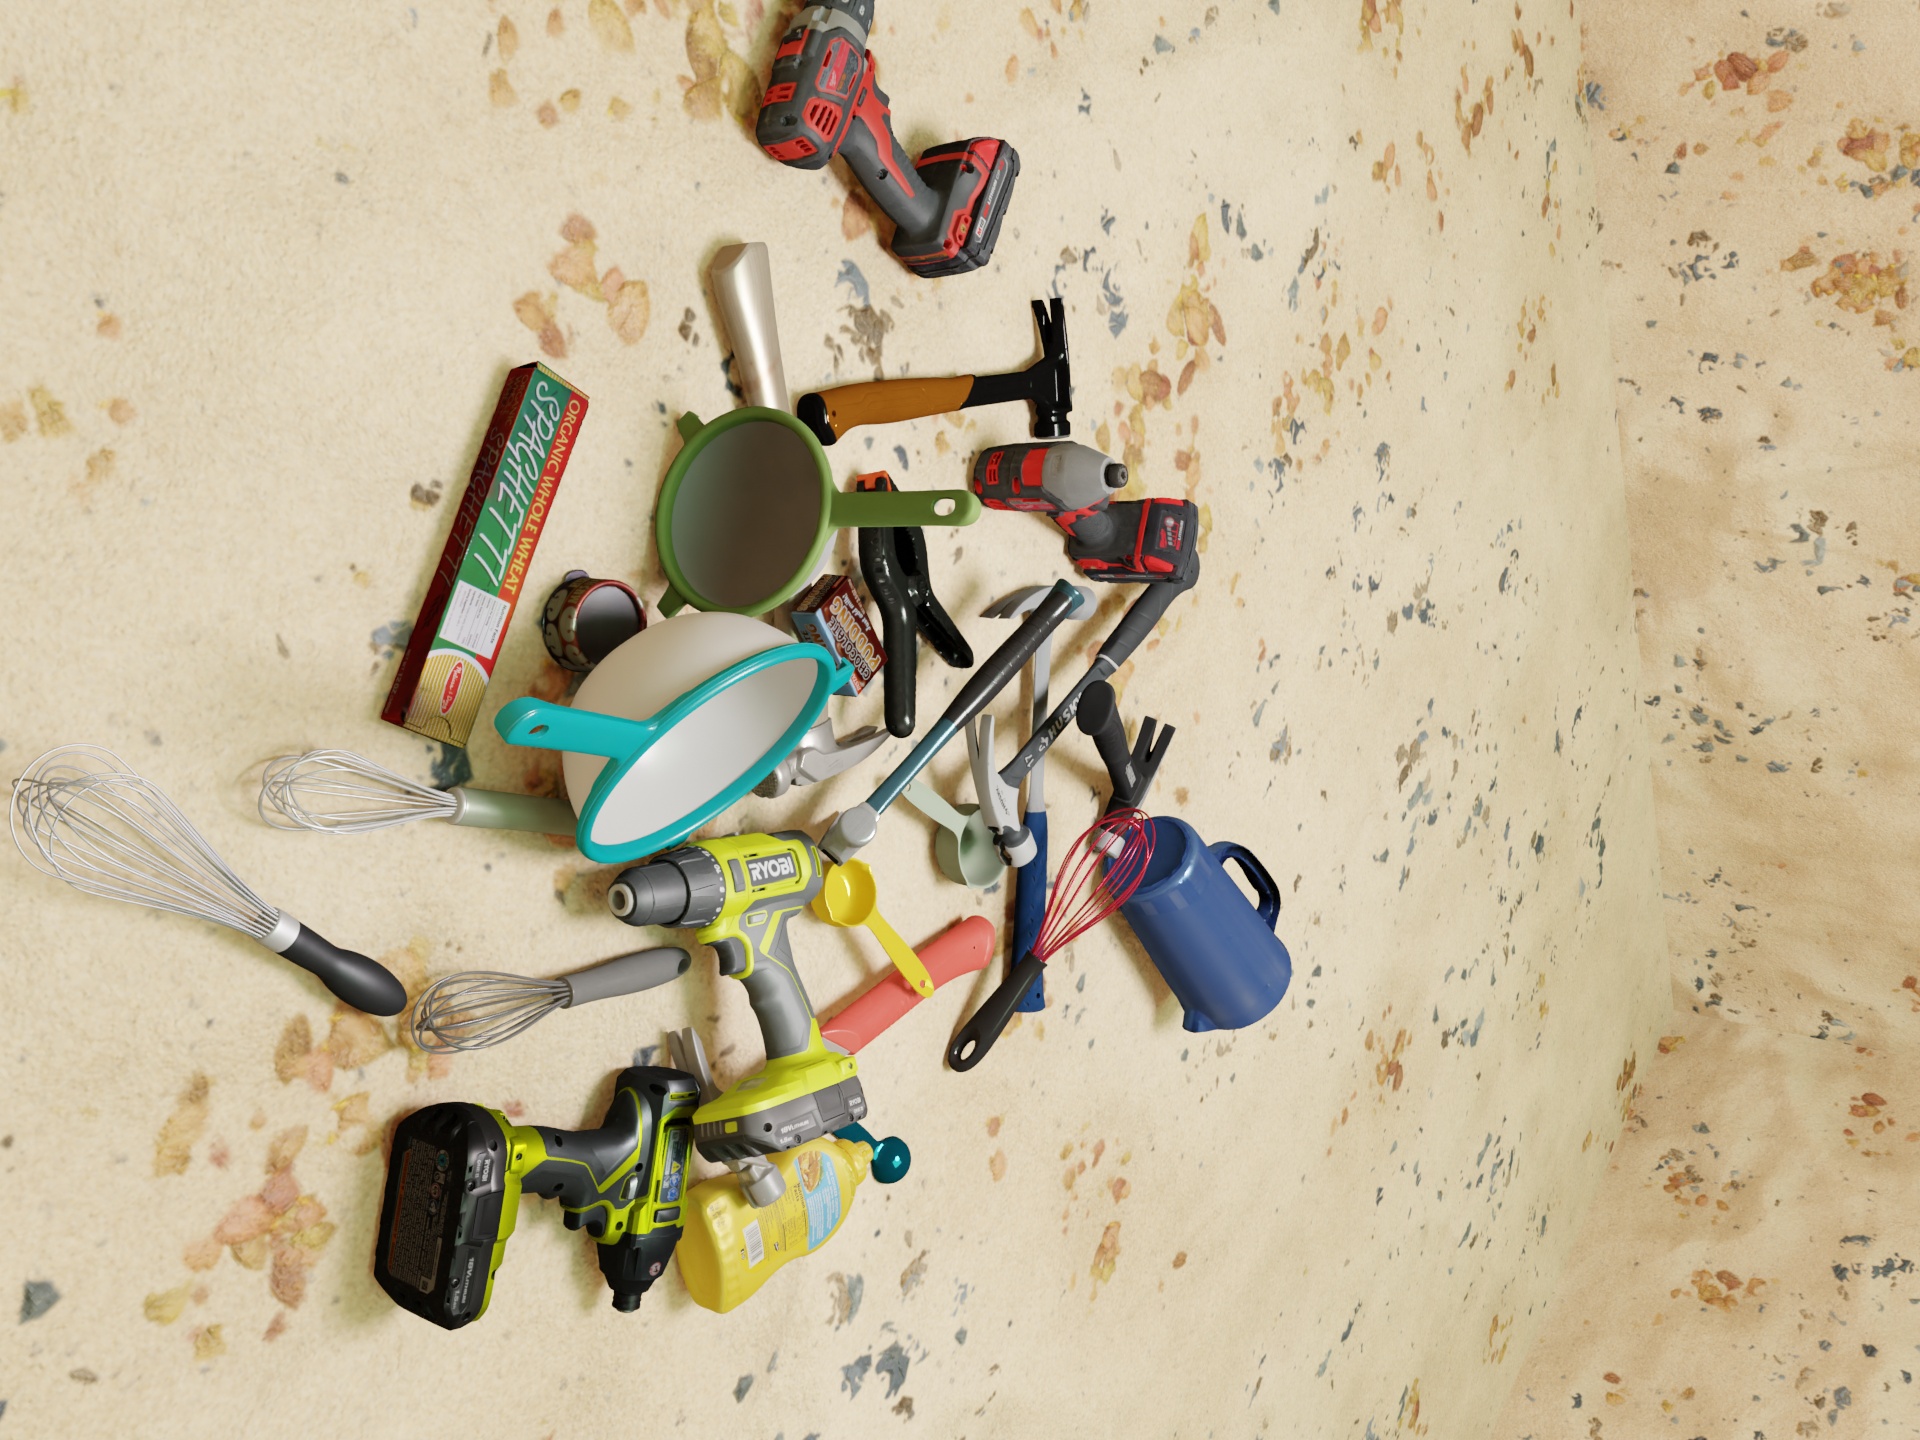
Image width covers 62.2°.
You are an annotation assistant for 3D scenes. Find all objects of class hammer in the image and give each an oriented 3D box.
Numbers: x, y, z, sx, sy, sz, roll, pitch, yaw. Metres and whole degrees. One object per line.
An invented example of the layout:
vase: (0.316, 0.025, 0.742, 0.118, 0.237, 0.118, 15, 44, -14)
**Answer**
hammer: (-0.129, -0.154, 1.223, 0.146, 0.038, 0.410, -24, 114, -49)
hammer: (0.147, 0.026, 1.481, 0.146, 0.035, 0.334, -64, 163, -11)
hammer: (-0.086, 0.242, 1.320, 0.359, 0.037, 0.149, -31, 98, -50)
hammer: (-0.002, -0.004, 1.306, 0.033, 0.128, 0.331, 43, 65, -1)
hammer: (-0.013, -0.284, 1.349, 0.337, 0.034, 0.127, -22, 113, -48)
hammer: (0.067, 0.075, 1.501, 0.144, 0.035, 0.405, -4, 99, -51)
hammer: (0.126, -0.048, 1.501, 0.409, 0.036, 0.149, -49, 131, -38)

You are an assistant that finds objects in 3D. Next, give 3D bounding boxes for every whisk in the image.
whisk: (-0.410, 0.103, 0.898, 0.284, 0.070, 0.070, 52, 56, -48)
whisk: (0.082, 0.203, 1.469, 0.296, 0.073, 0.073, -53, 136, -3)
whisk: (-0.328, 0.054, 1.005, 0.059, 0.058, 0.246, -52, 148, 17)
whisk: (-0.272, 0.183, 1.091, 0.239, 0.055, 0.055, -6, 100, -55)

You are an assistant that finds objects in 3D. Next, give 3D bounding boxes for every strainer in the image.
strainer: (-0.212, -0.011, 1.015, 0.211, 0.095, 0.340, -44, 164, 9)
strainer: (-0.092, -0.140, 1.104, 0.069, 0.256, 0.151, 15, 79, -62)

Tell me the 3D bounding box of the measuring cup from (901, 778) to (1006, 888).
measuring cup: (-0.016, 0.090, 1.402, 0.167, 0.038, 0.083, 41, 63, -42)

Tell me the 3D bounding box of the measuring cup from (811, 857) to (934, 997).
measuring cup: (-0.073, 0.178, 1.325, 0.156, 0.029, 0.062, 55, 48, -26)

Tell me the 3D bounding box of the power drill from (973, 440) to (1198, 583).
power drill: (0.125, -0.194, 1.450, 0.219, 0.143, 0.078, 23, 75, -53)

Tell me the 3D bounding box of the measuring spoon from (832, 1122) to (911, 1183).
measuring spoon: (-0.077, 0.367, 1.375, 0.128, 0.021, 0.042, 50, 58, -44)

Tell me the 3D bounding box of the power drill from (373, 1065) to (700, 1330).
power drill: (-0.276, 0.330, 1.083, 0.223, 0.080, 0.171, 12, 85, -55)

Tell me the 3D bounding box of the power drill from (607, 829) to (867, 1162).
power drill: (-0.161, 0.196, 1.156, 0.190, 0.080, 0.228, -5, 78, -56)

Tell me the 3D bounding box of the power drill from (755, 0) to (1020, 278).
power drill: (-0.052, -0.475, 1.243, 0.226, 0.080, 0.188, 31, 71, -46)
